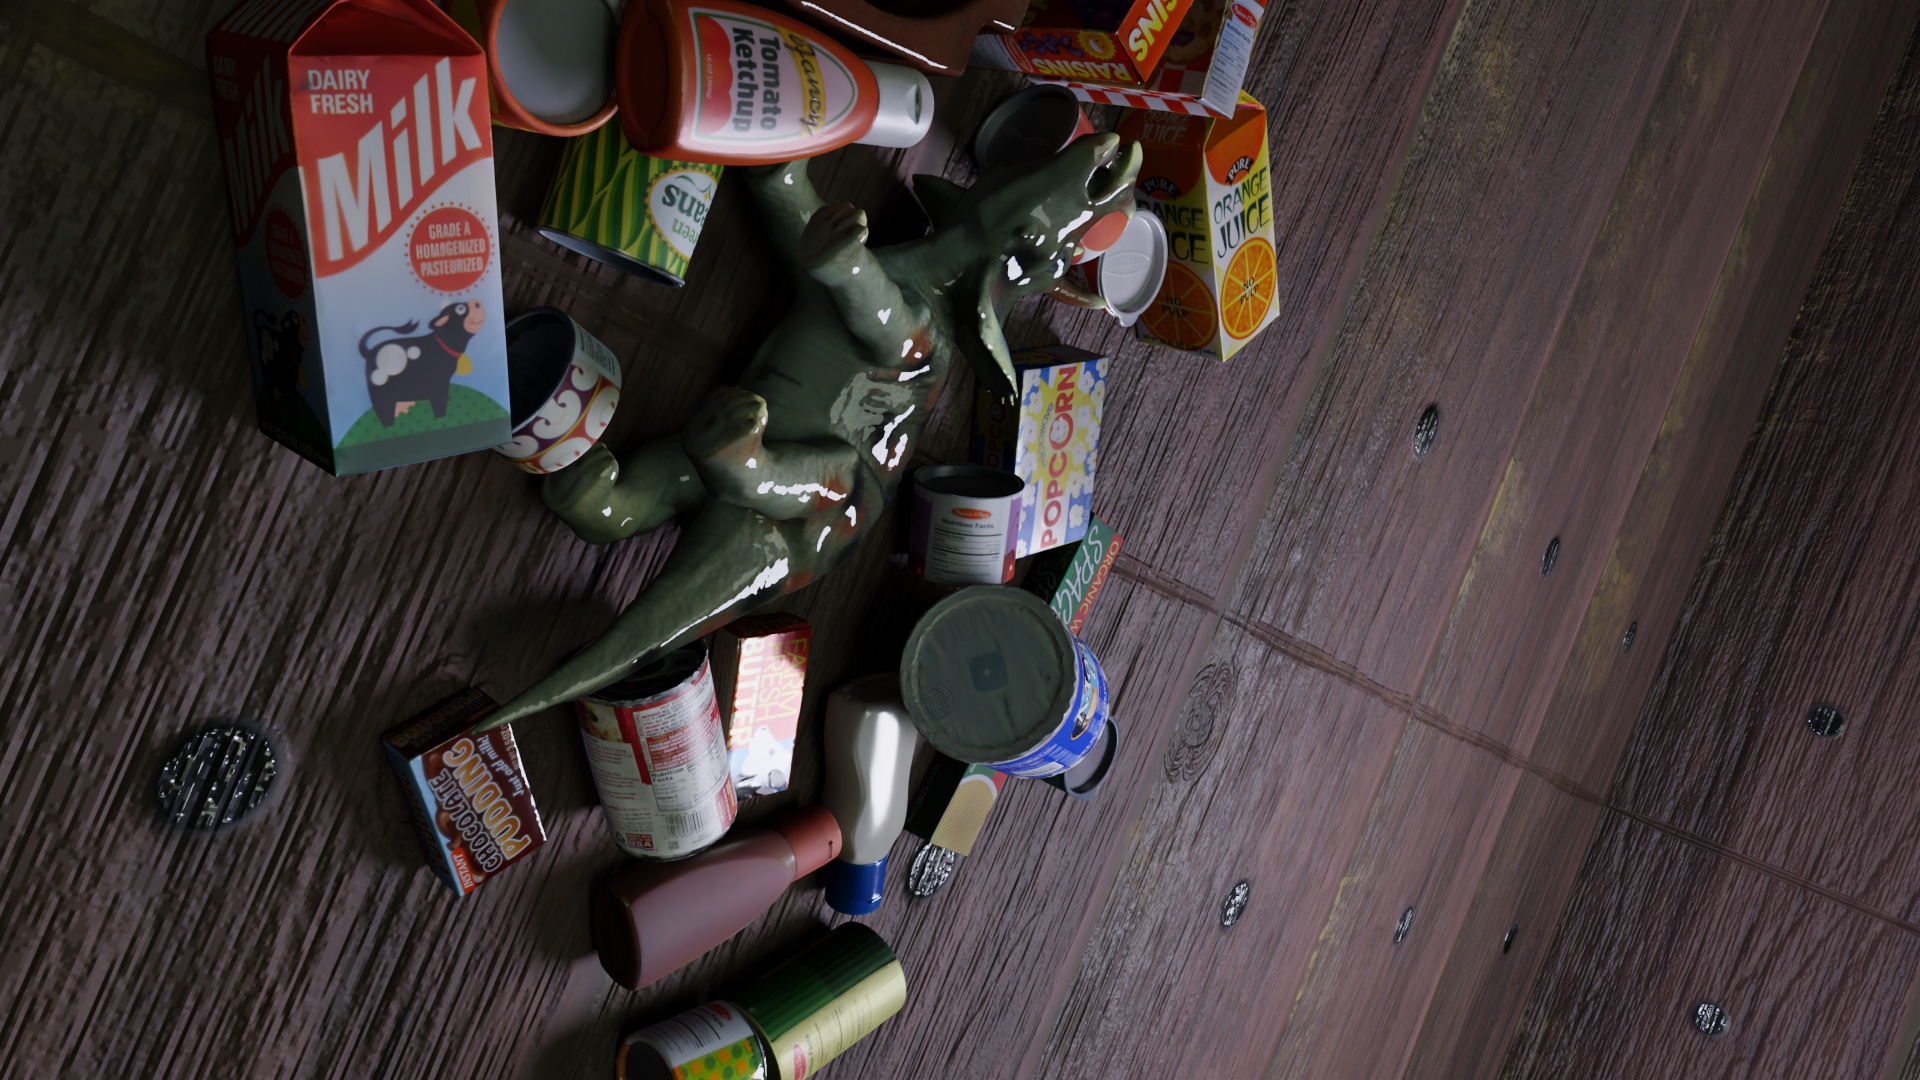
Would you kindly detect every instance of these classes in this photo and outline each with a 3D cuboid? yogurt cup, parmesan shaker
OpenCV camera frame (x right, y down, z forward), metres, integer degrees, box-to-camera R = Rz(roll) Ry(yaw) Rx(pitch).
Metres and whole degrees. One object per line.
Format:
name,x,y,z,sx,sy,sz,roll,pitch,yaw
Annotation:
yogurt cup,0.088,-0.176,0.865,0.073,0.054,0.072,-23,123,-42
parmesan shaker,-0.093,0.289,0.853,0.103,0.071,0.071,-23,123,-42

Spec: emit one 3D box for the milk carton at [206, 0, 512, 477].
milk carton,-0.222,-0.128,0.514,0.074,0.072,0.189,-18,119,-43

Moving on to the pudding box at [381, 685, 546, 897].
pudding box,-0.230,0.117,0.646,0.050,0.030,0.083,-30,127,-36

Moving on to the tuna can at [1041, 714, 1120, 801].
tuna can,0.085,0.155,1.025,0.071,0.033,0.070,-23,123,-41

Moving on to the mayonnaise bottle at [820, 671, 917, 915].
mayonnaise bottle,-0.059,0.157,0.854,0.065,0.041,0.147,-15,118,-51

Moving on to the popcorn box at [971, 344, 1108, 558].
popcorn box,0.048,-0.056,0.884,0.085,0.038,0.126,-15,117,-45

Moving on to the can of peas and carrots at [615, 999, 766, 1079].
can of peas and carrots,-0.153,0.305,0.788,0.059,0.071,0.070,-6,111,-47

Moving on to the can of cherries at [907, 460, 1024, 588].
can of cherries,0.003,-0.010,0.833,0.072,0.071,0.058,-16,118,-45

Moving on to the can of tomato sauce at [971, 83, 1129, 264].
can of tomato sauce,0.054,-0.208,0.801,0.071,0.071,0.083,-59,141,-12

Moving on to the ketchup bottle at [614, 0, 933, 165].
ketchup bottle,-0.074,-0.191,0.590,0.149,0.043,0.064,-12,108,-49

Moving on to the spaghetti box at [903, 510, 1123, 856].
spaghetti box,0.038,0.093,0.946,0.050,0.029,0.250,36,78,-51

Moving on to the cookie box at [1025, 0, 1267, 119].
cookie box,0.115,-0.329,0.774,0.040,0.123,0.167,8,100,-51

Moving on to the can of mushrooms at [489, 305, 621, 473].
can of mushrooms,-0.182,-0.062,0.595,0.071,0.071,0.033,-60,141,-10

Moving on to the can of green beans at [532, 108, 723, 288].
can of green beans,-0.143,-0.149,0.601,0.071,0.071,0.058,20,91,-51

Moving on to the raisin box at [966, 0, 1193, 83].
raisin box,0.060,-0.288,0.728,0.086,0.123,0.040,-59,140,-12

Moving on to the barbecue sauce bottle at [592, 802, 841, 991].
barbecue sauce bottle,-0.133,0.192,0.782,0.149,0.044,0.064,-20,121,-44

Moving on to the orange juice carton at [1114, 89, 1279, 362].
orange juice carton,0.154,-0.220,0.907,0.073,0.072,0.191,-40,133,-32

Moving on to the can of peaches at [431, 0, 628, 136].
can of peaches,-0.174,-0.195,0.550,0.071,0.058,0.071,-24,124,-42

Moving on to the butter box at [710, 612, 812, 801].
butter box,-0.115,0.094,0.773,0.053,0.024,0.103,-5,110,-47
